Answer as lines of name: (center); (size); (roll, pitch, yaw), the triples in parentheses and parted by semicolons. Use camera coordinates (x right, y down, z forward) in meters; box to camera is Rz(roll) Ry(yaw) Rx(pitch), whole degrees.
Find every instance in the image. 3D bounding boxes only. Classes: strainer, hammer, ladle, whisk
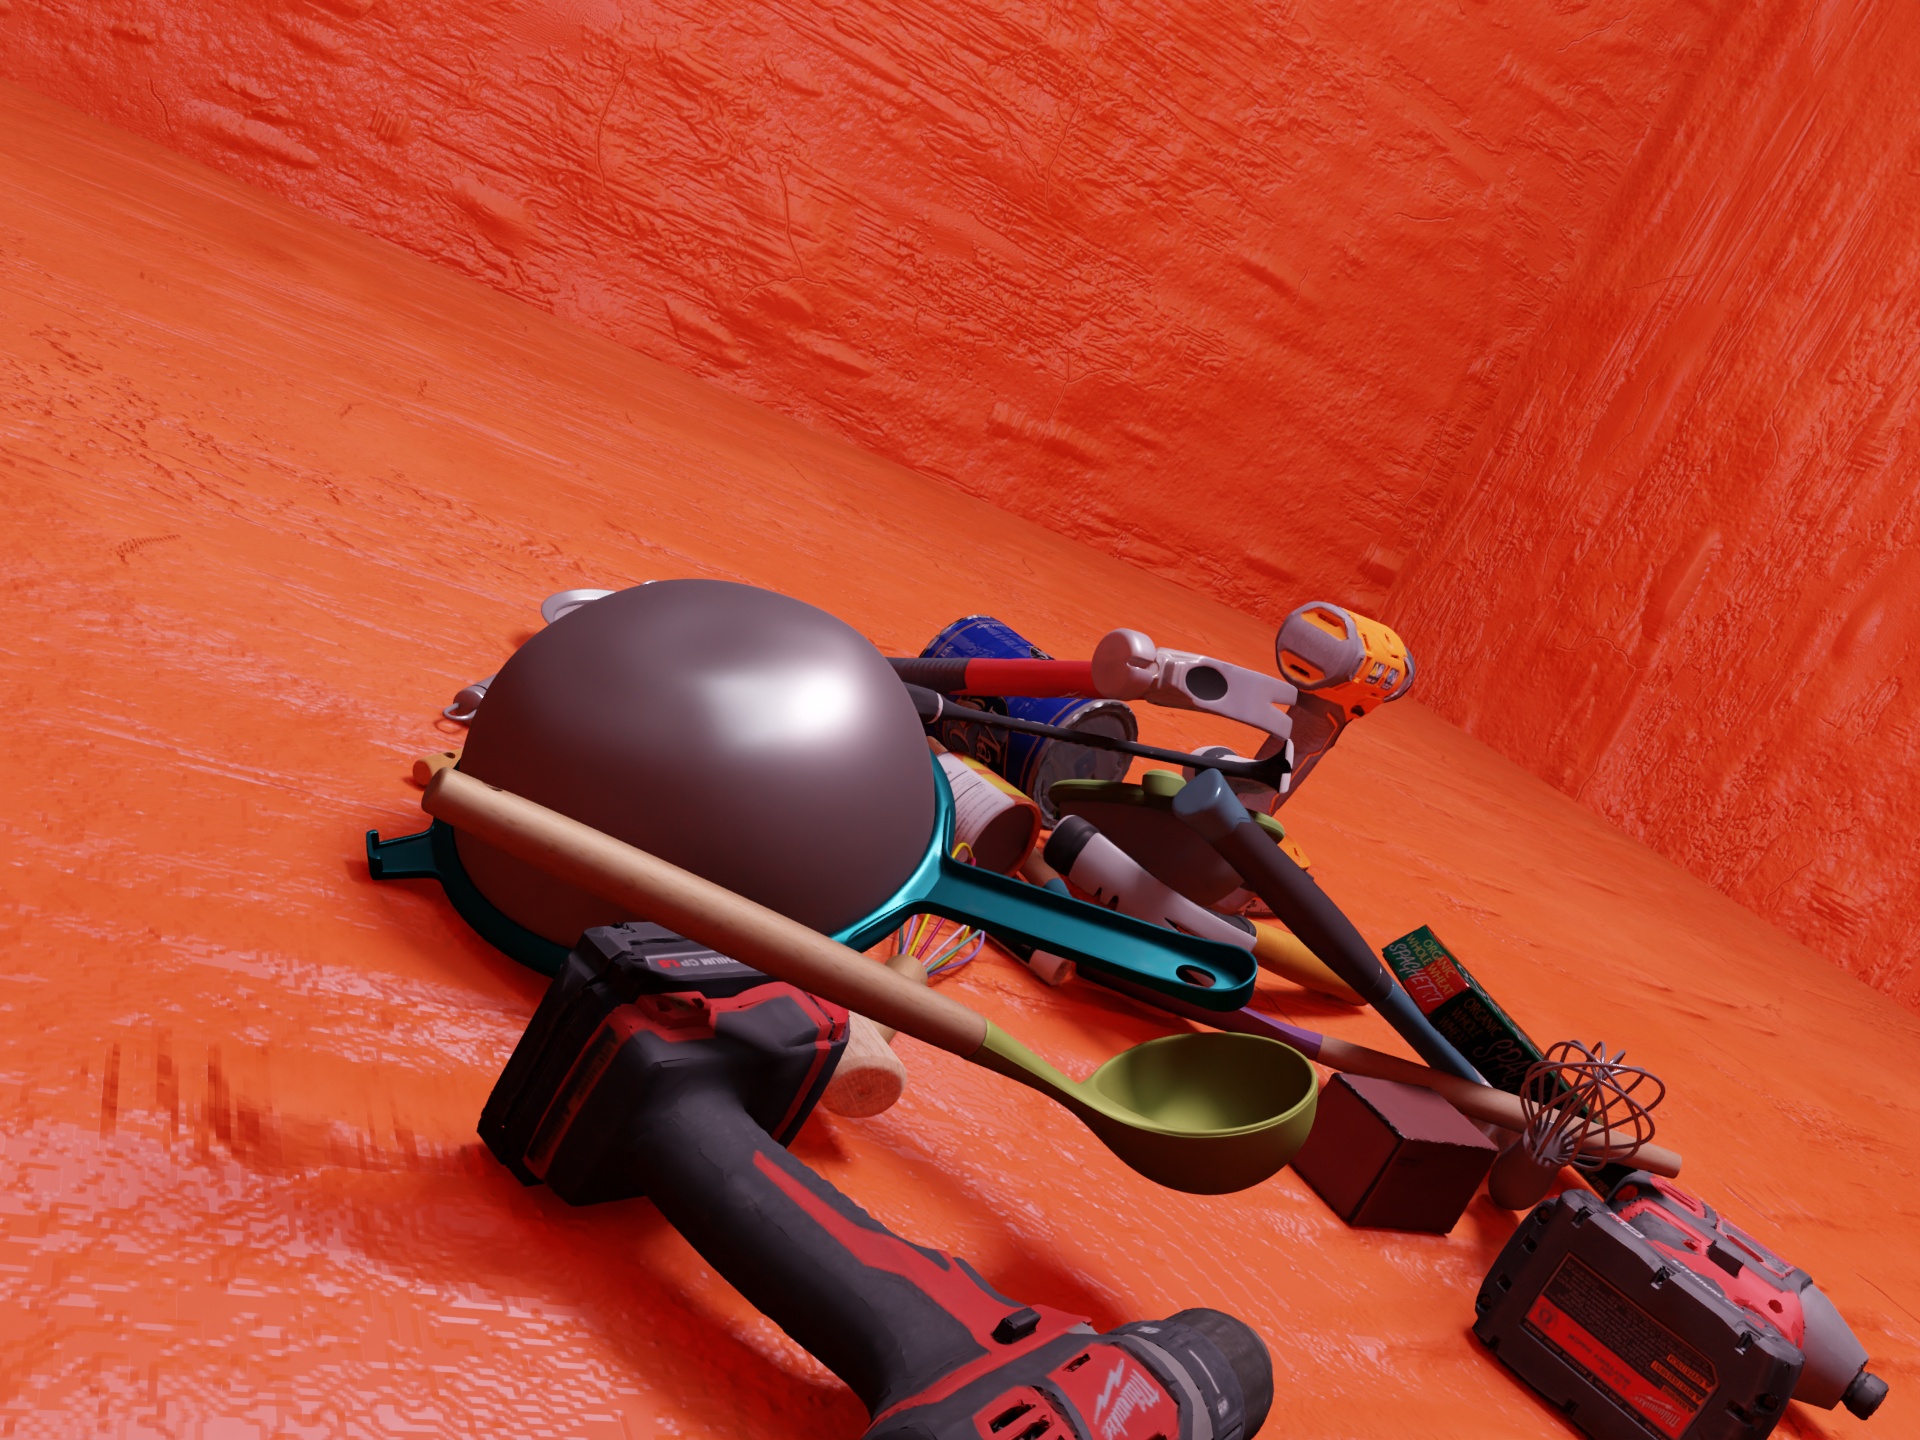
strainer: (0.118, 0.077, 0.954); (0.151, 0.069, 0.256); (10, -8, 9)
hammer: (-0.001, -0.003, 0.910); (0.408, 0.036, 0.149); (11, -5, -14)
ladle: (-0.011, 0.077, 0.491); (0.320, 0.062, 0.078); (30, -6, -28)
hammer: (0.179, 0.132, 0.925); (0.127, 0.034, 0.336); (36, 6, 38)
strainer: (-0.047, 0.022, 0.610); (0.340, 0.095, 0.211); (17, 37, 19)
whisk: (0.278, 0.198, 0.745); (0.055, 0.055, 0.238); (32, -19, 22)
whisk: (-0.022, 0.107, 0.736); (0.051, 0.047, 0.245); (29, 16, 5)
strainer: (-0.224, -0.033, 0.893); (0.087, 0.050, 0.258); (21, 18, 6)
hammer: (0.035, -0.025, 1.030); (0.143, 0.038, 0.386); (14, -6, -35)
hammer: (-0.109, 0.056, 0.692); (0.130, 0.031, 0.332); (14, 20, -35)
hammer: (0.216, 0.134, 0.860); (0.330, 0.033, 0.128); (44, 15, -29)

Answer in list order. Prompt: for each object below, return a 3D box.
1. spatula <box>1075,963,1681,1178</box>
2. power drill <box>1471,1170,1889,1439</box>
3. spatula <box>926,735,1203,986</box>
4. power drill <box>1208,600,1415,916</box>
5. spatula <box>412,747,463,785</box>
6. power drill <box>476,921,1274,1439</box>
spatula: (0.210, 0.176, 0.818); (0.316, 0.018, 0.059); (18, -20, 9)
power drill: (0.334, 0.273, 0.721); (0.143, 0.078, 0.219); (37, 13, 37)
spatula: (0.051, 0.080, 0.961); (0.082, 0.044, 0.318); (27, 12, -38)
power drill: (0.249, 0.029, 1.155); (0.084, 0.226, 0.164); (36, 15, 34)
spatula: (-0.173, 0.015, 0.847); (0.081, 0.041, 0.322); (30, 17, 19)
power drill: (-0.015, 0.157, 0.480); (0.227, 0.080, 0.187); (38, 14, 29)
